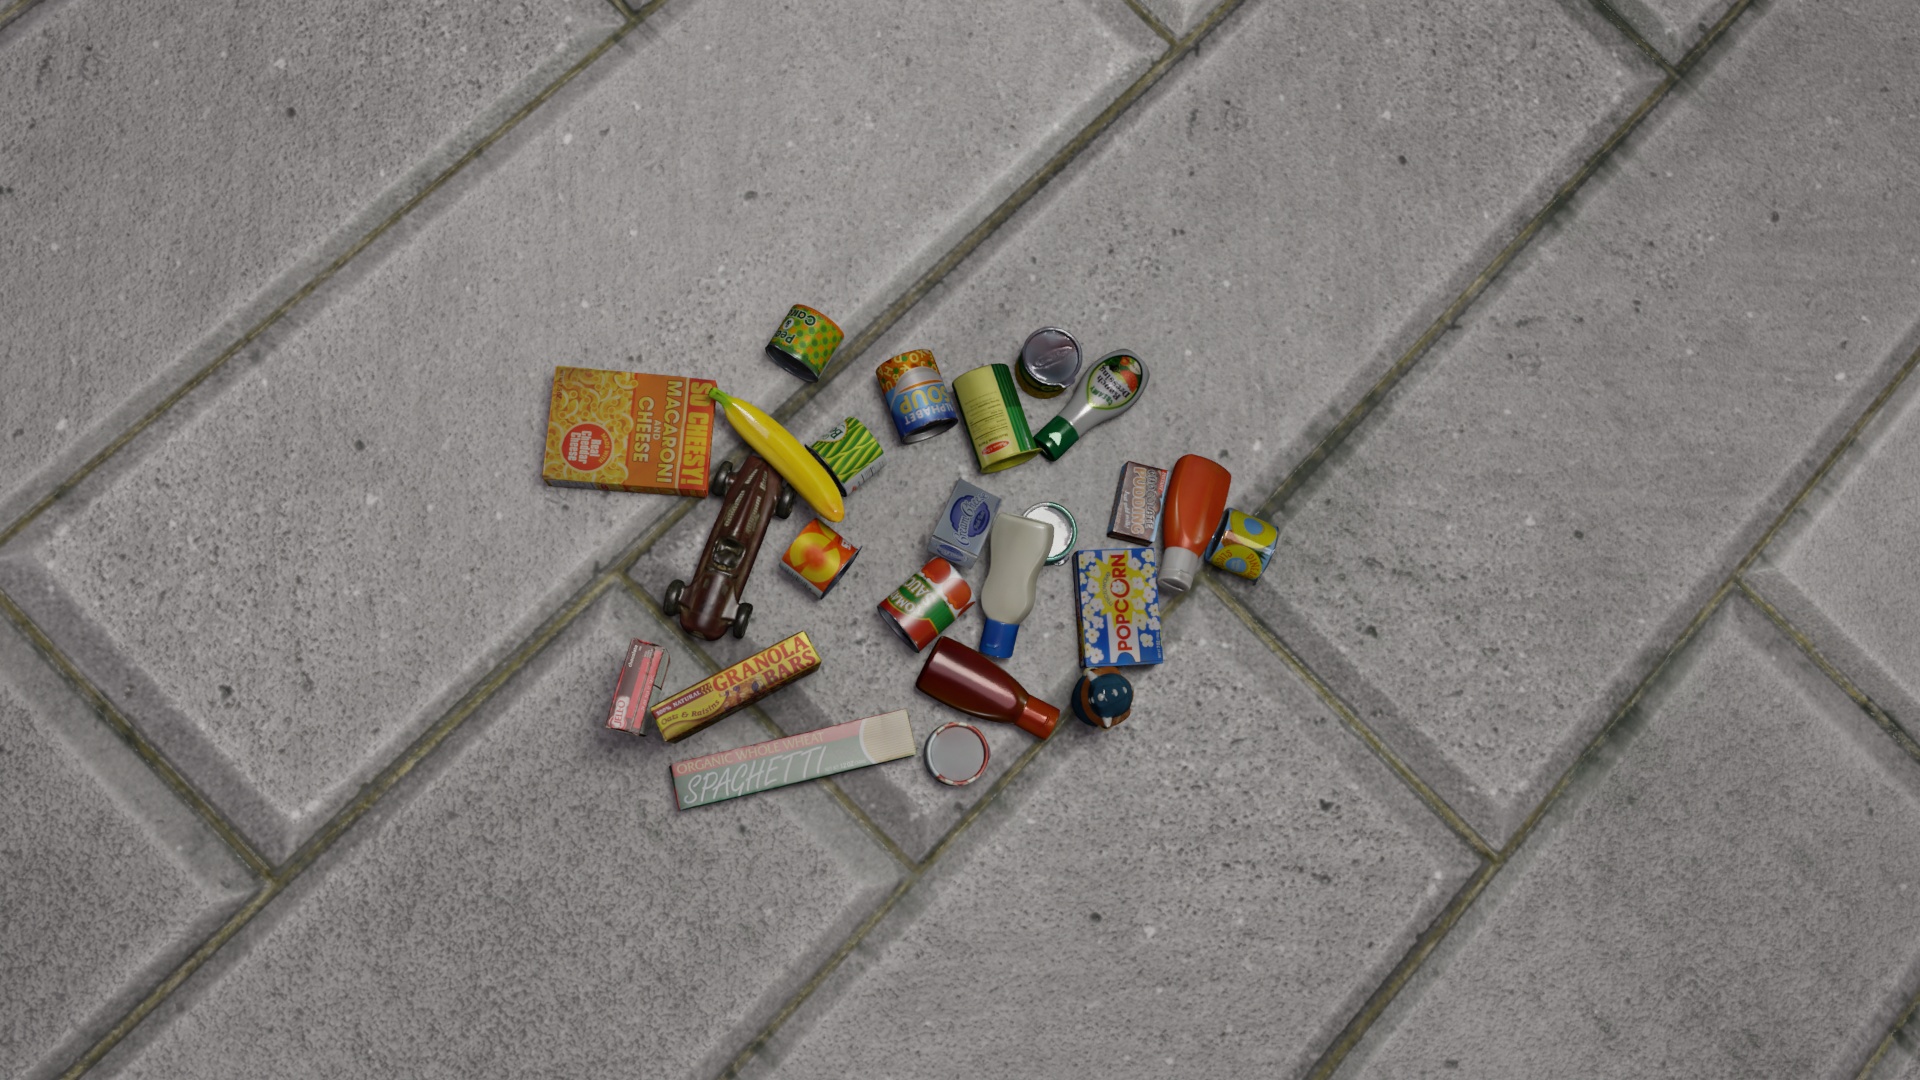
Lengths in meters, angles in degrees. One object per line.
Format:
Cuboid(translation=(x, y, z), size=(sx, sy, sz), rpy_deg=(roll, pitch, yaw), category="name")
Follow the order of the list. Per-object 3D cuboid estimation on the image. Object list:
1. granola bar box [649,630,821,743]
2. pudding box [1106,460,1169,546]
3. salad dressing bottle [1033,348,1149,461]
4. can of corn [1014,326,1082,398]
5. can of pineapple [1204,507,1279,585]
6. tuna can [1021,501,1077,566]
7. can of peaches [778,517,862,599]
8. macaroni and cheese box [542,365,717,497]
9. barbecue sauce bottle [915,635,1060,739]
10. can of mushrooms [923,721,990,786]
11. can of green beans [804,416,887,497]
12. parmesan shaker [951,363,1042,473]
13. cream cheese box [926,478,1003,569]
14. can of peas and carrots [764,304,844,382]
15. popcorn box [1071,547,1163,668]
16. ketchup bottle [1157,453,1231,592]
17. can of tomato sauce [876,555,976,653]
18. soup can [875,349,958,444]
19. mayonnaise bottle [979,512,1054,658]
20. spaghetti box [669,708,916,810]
Cuboid(translation=(-0.222, 0.146, 1.383), size=(0.166, 0.124, 0.039), rpy_deg=(-27, 85, -11), category="granola bar box")
Cuboid(translation=(0.194, -0.040, 1.516), size=(0.050, 0.030, 0.084), rpy_deg=(15, 78, -5), category="pudding box")
Cuboid(translation=(0.142, -0.147, 1.523), size=(0.148, 0.044, 0.064), rpy_deg=(-44, 88, -12), category="salad dressing bottle")
Cuboid(translation=(0.097, -0.191, 1.518), size=(0.071, 0.058, 0.071), rpy_deg=(1, 79, -7), category="can of corn")
Cuboid(translation=(0.303, 0.006, 1.501), size=(0.058, 0.071, 0.071), rpy_deg=(22, 78, -1), category="can of pineapple")
Cuboid(translation=(0.093, -0.005, 1.496), size=(0.071, 0.032, 0.071), rpy_deg=(1, 79, -6), category="tuna can")
Cuboid(translation=(-0.146, 0.017, 1.446), size=(0.058, 0.071, 0.071), rpy_deg=(37, 78, 2), category="can of peaches")
Cuboid(translation=(-0.345, -0.114, 1.461), size=(0.167, 0.040, 0.124), rpy_deg=(4, 79, -5), category="macaroni and cheese box")
Cuboid(translation=(0.031, 0.159, 1.452), size=(0.148, 0.043, 0.065), rpy_deg=(28, 83, -2), category="barbecue sauce bottle")
Cuboid(translation=(-0.002, 0.221, 1.441), size=(0.071, 0.033, 0.071), rpy_deg=(1, 79, -6), category="can of mushrooms")
Cuboid(translation=(-0.119, -0.089, 1.469), size=(0.058, 0.071, 0.071), rpy_deg=(-39, 86, -12), category="can of green beans")
Cuboid(translation=(0.039, -0.132, 1.496), size=(0.071, 0.071, 0.103), rpy_deg=(-17, 81, -9), category="parmesan shaker")
Cuboid(translation=(0.005, -0.018, 1.465), size=(0.053, 0.024, 0.104), rpy_deg=(25, 42, -1), category="cream cheese box")
Cuboid(translation=(-0.168, -0.212, 1.485), size=(0.071, 0.071, 0.059), rpy_deg=(30, 77, 0), category="can of peas and carrots")
Cuboid(translation=(0.168, 0.072, 1.487), size=(0.085, 0.038, 0.127), rpy_deg=(-2, 79, -8), category="popcorn box")
Cuboid(translation=(0.247, -0.017, 1.496), size=(0.065, 0.043, 0.149), rpy_deg=(25, 65, -14), category="ketchup bottle")
Cuboid(translation=(-0.036, 0.065, 1.448), size=(0.083, 0.071, 0.071), rpy_deg=(-41, 87, -12), category="can of tomato sauce")
Cuboid(translation=(-0.047, -0.155, 1.488), size=(0.071, 0.071, 0.084), rpy_deg=(-19, 82, -10), category="soup can")
Cuboid(translation=(0.053, 0.048, 1.457), size=(0.065, 0.041, 0.148), rpy_deg=(16, 97, 22), category="mayonnaise bottle")
Cuboid(translation=(-0.170, 0.224, 1.423), size=(0.250, 0.028, 0.050), rpy_deg=(-12, 80, -9), category="spaghetti box")
